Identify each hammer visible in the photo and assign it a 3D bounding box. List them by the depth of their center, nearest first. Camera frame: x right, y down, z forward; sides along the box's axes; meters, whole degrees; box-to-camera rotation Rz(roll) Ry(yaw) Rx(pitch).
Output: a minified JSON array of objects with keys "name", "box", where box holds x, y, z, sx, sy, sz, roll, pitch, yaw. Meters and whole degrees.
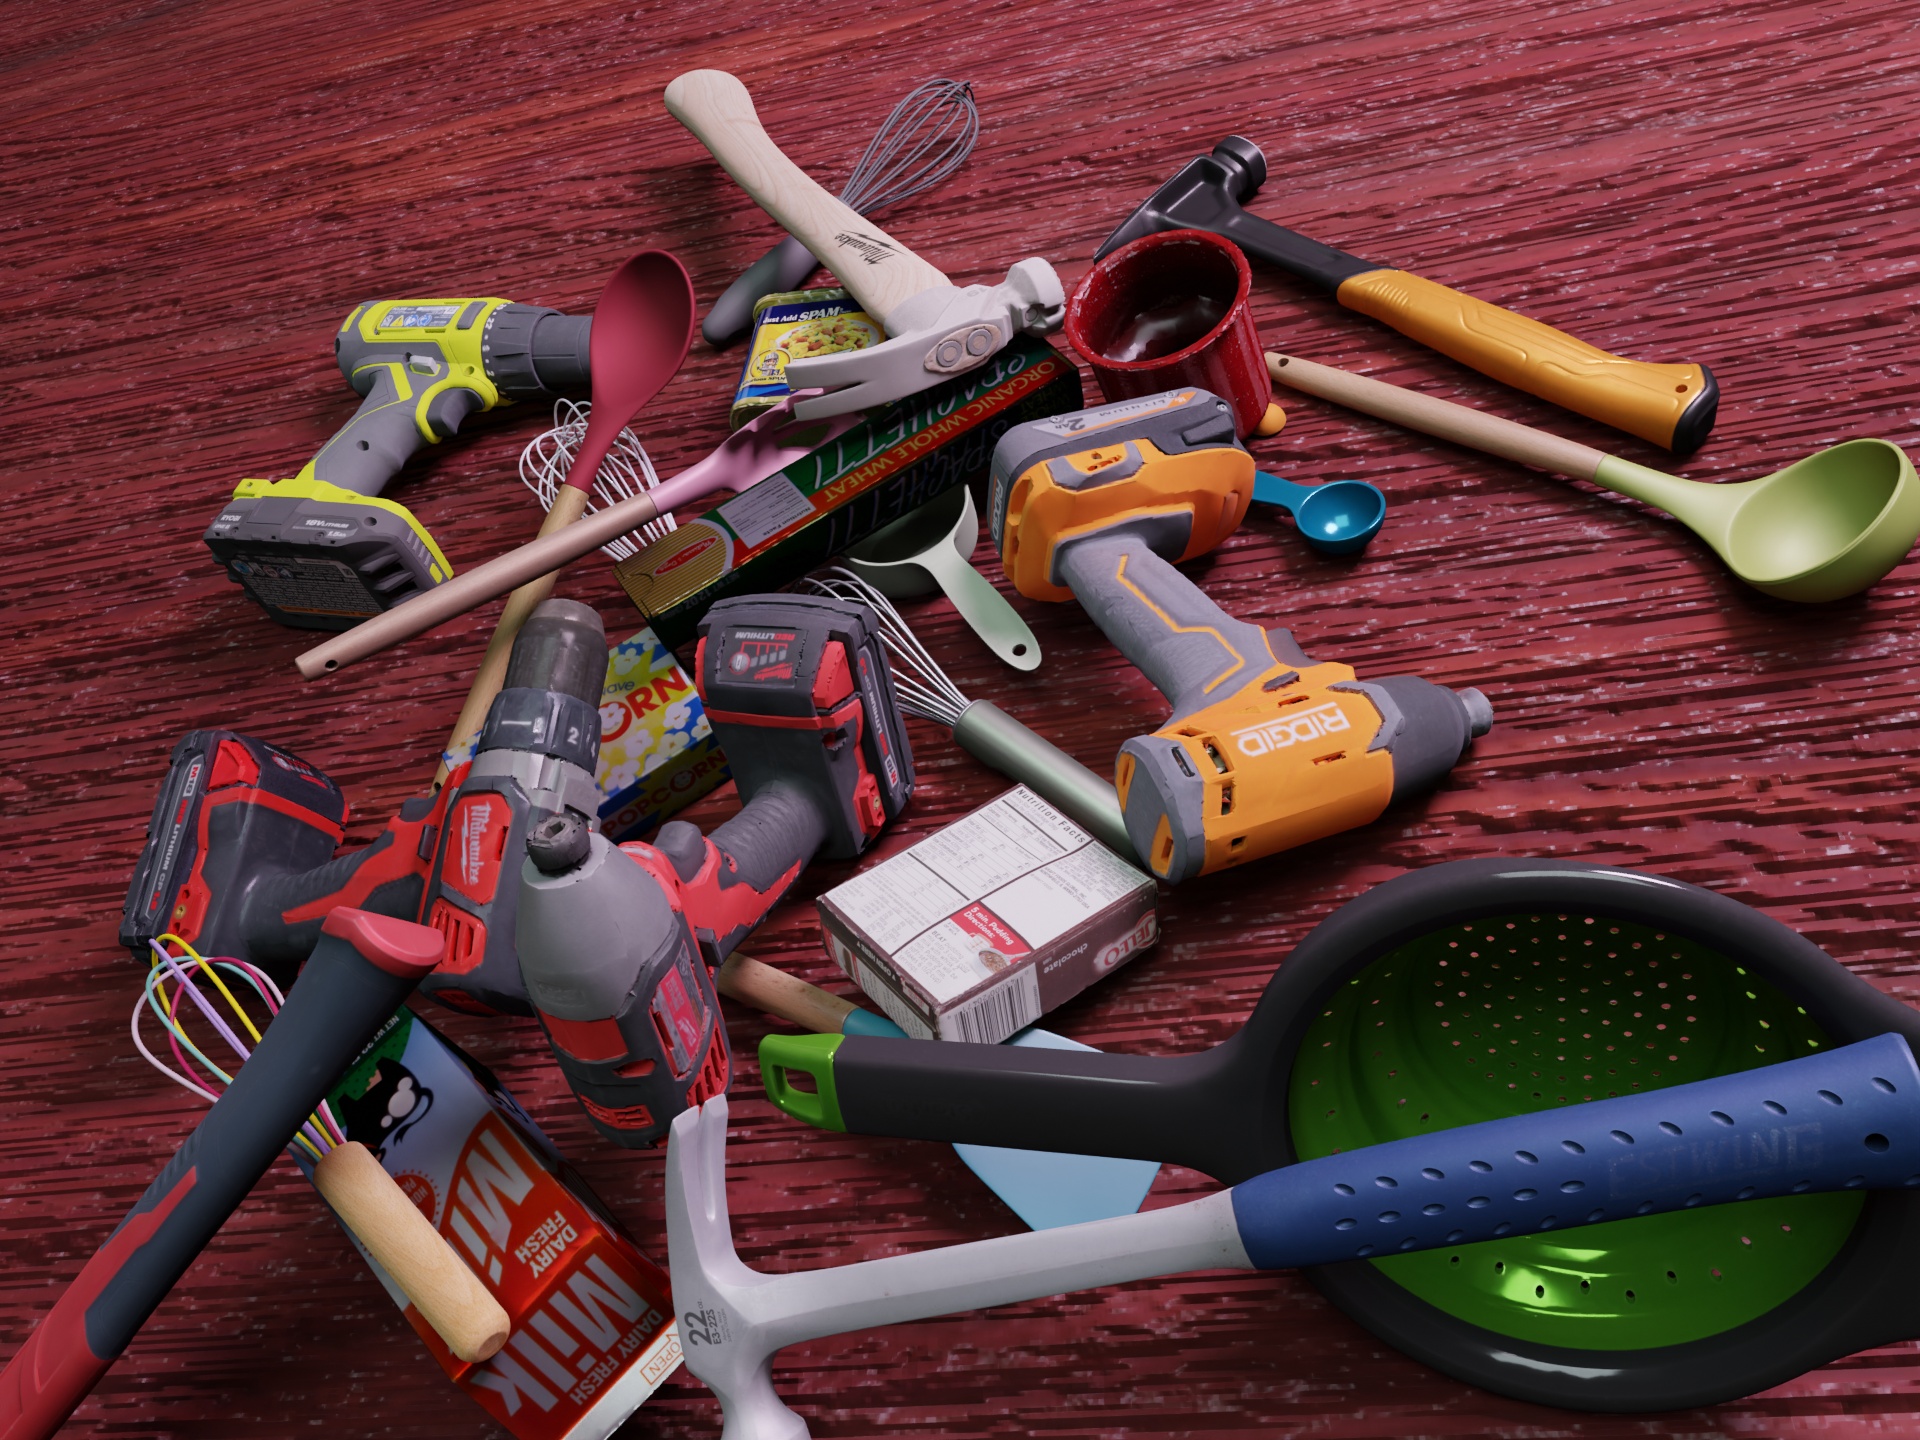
[{"name":"hammer","box":[0.077,0.156,0.500,0.405,0.035,0.144,-18,87,22]},{"name":"hammer","box":[-0.306,0.223,0.579,0.386,0.038,0.143,-49,51,13]},{"name":"hammer","box":[0.225,-0.213,0.822,0.127,0.034,0.337,-43,54,-16]},{"name":"hammer","box":[-0.101,-0.294,0.914,0.146,0.038,0.411,-24,45,-14]}]

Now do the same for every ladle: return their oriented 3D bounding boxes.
[{"name":"ladle","box":[0.271,-0.132,0.737,0.320,0.062,0.078,28,76,35]},{"name":"ladle","box":[-0.209,-0.096,0.824,0.069,0.031,0.315,18,83,29]}]

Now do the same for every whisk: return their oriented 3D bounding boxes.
[{"name":"whisk","box":[-0.251,0.160,0.614,0.245,0.051,0.047,34,95,29]},{"name":"whisk","box":[-0.001,-0.002,0.742,0.246,0.057,0.059,35,106,31]},{"name":"whisk","box":[-0.152,-0.078,0.838,0.070,0.070,0.285,-36,58,-9]},{"name":"whisk","box":[-0.074,-0.315,0.988,0.239,0.055,0.055,-46,55,-11]}]

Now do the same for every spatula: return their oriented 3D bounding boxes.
[{"name":"spatula","box":[-0.063,0.128,0.678,0.318,0.044,0.082,16,61,32]}]

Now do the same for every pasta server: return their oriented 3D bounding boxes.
[{"name":"pasta server","box":[-0.175,-0.093,0.790,0.316,0.060,0.040,-29,40,-19]}]

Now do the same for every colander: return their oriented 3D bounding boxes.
[{"name":"colander","box":[0.123,0.118,0.555,0.397,0.204,0.094,0,24,20]}]

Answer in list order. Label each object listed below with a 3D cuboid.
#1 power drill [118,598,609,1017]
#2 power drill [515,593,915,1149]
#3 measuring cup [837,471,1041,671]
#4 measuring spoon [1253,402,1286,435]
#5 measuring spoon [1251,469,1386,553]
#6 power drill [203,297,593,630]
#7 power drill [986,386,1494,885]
[{"name":"power drill","box":[-0.261,0.040,0.730,0.227,0.080,0.188,-4,66,26]},{"name":"power drill","box":[-0.100,0.046,0.644,0.078,0.143,0.220,4,38,23]},{"name":"measuring cup","box":[-0.005,-0.069,0.792,0.083,0.038,0.168,-34,54,-7]},{"name":"measuring spoon","box":[0.126,-0.181,0.845,0.021,0.011,0.117,-42,54,-14]},{"name":"measuring spoon","box":[0.152,-0.107,0.785,0.129,0.021,0.042,25,63,41]},{"name":"power drill","box":[-0.315,-0.163,0.936,0.190,0.080,0.229,5,55,22]},{"name":"power drill","box":[0.118,-0.044,0.702,0.164,0.084,0.227,-15,54,-15]}]
